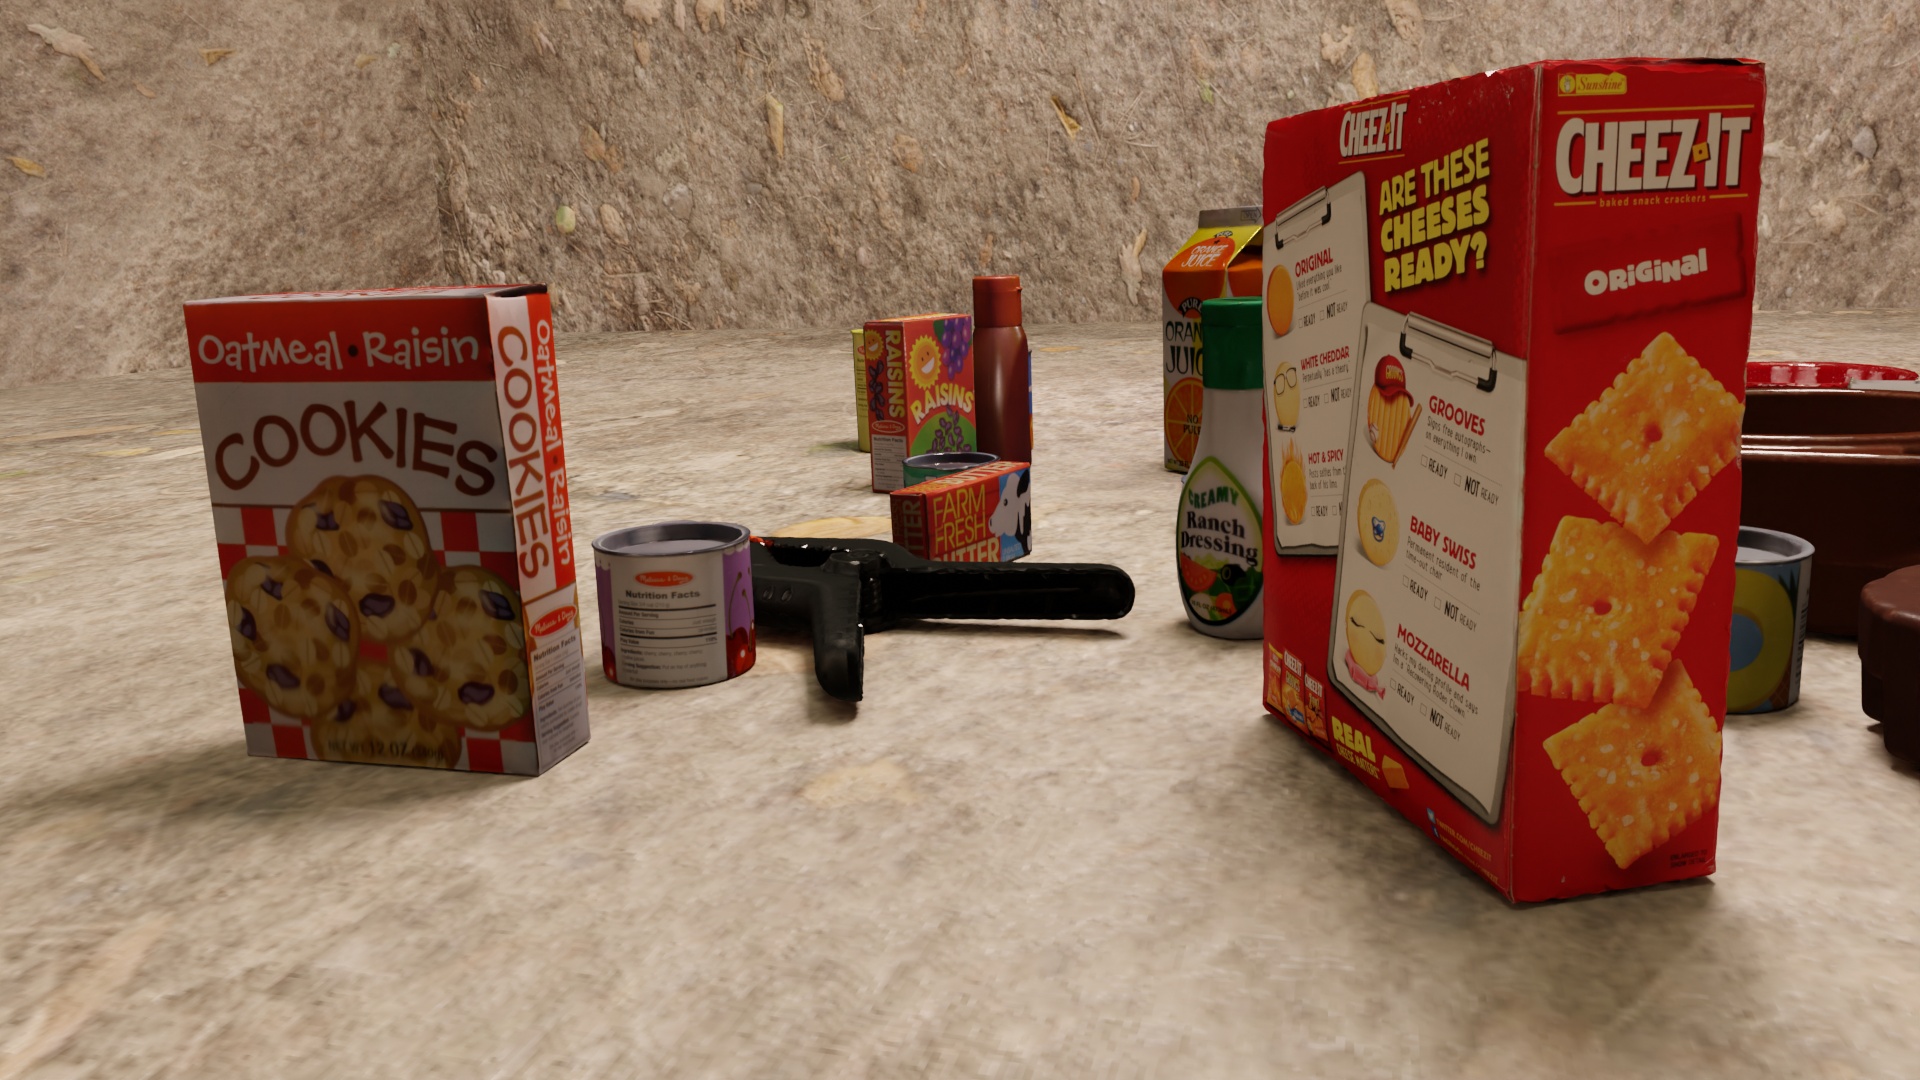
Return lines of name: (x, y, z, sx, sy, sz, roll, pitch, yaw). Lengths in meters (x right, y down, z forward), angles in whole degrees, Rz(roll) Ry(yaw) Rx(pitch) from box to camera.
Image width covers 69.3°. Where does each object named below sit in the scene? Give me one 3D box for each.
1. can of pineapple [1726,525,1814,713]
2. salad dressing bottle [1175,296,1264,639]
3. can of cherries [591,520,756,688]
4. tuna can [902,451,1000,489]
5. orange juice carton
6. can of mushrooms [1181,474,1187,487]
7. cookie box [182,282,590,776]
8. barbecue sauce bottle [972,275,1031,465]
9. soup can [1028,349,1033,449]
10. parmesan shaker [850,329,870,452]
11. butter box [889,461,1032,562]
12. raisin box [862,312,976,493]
can of pineapple: (0.278, 0.028, 0.523, 0.071, 0.057, 0.071, -2, 12, 1)
salad dressing bottle: (0.125, -0.032, 0.613, 0.044, 0.147, 0.064, -11, 15, -36)
can of cherries: (-0.121, 0.026, 0.596, 0.071, 0.058, 0.071, -2, 12, 1)
tuna can: (-0.006, -0.039, 0.933, 0.071, 0.032, 0.071, -2, 12, 1)
orange juice carton: (0.197, -0.145, 1.013, 0.073, 0.192, 0.072, -9, 13, -29)
can of mushrooms: (0.166, -0.021, 0.823, 0.071, 0.033, 0.071, -2, 12, 1)
cookie box: (-0.202, -0.005, 0.495, 0.123, 0.167, 0.040, 1, 12, 15)
barbecue sauce bottle: (0.030, -0.127, 1.063, 0.043, 0.148, 0.065, 2, 12, 18)
soup can: (0.026, -0.117, 1.170, 0.071, 0.083, 0.071, -2, 12, 1)
parmesan shaker: (-0.060, -0.131, 1.200, 0.071, 0.102, 0.071, -2, 12, 1)
butter box: (0.003, -0.009, 0.749, 0.024, 0.053, 0.104, 6, 15, 35)
raisin box: (-0.028, -0.101, 1.011, 0.040, 0.123, 0.086, 6, 15, 36)
